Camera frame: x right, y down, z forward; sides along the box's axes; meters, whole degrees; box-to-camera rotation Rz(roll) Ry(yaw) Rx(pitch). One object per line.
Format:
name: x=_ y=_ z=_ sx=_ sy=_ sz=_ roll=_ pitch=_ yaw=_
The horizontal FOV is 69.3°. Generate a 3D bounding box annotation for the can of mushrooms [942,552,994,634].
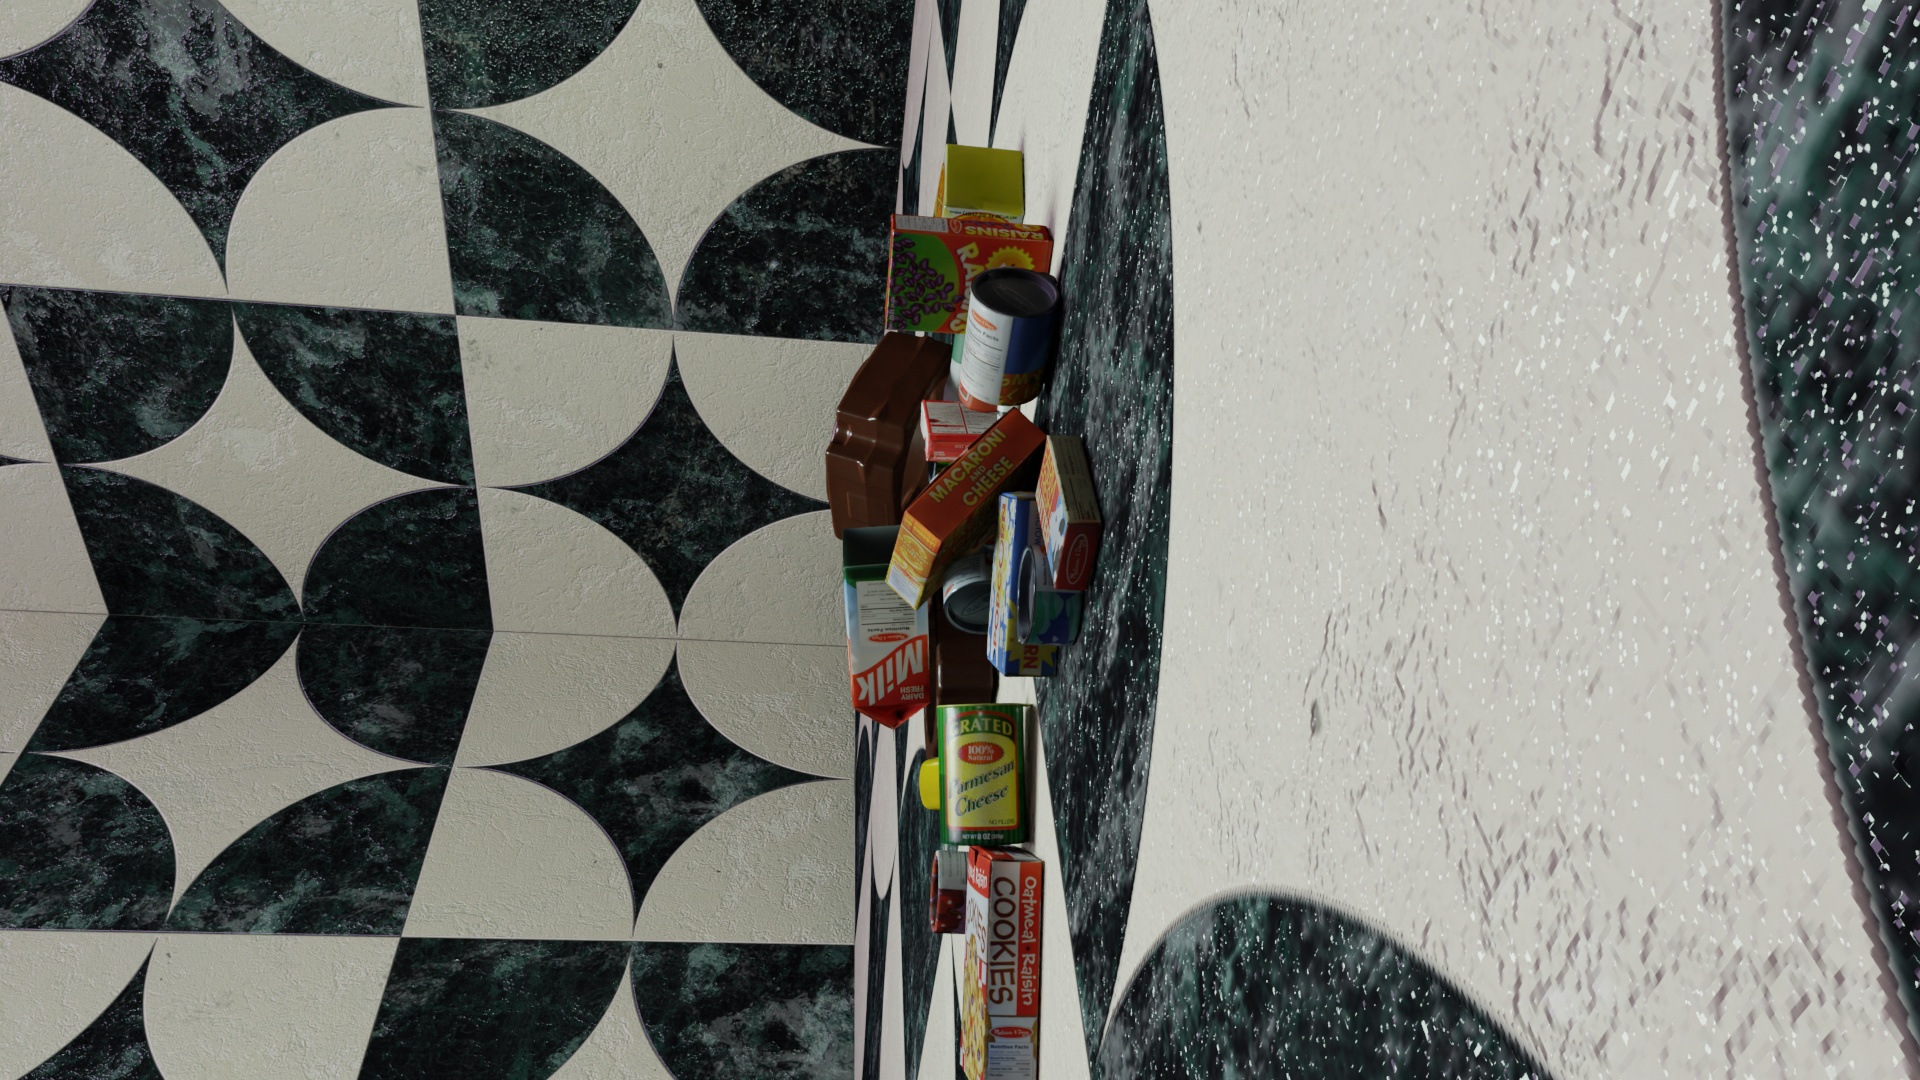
can of mushrooms: x=0.021 y=0.043 z=1.098 sx=0.070 sy=0.071 sz=0.034 roll=100 pitch=170 yaw=-46

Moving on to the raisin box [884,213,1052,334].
raisin box: x=0.004 y=-0.207 z=1.092 sx=0.040 sy=0.123 sz=0.085 roll=-97 pitch=12 yaw=-57

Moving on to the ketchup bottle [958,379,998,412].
ketchup bottle: x=0.028 y=-0.191 z=1.227 sx=0.065 sy=0.043 sz=0.148 roll=-96 pitch=12 yaw=-56

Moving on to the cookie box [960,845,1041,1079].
cookie box: x=0.027 y=0.310 z=1.010 sx=0.122 sy=0.040 sz=0.167 roll=132 pitch=140 yaw=-80

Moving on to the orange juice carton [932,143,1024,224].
orange juice carton: x=0.009 y=-0.280 z=1.311 sx=0.191 sy=0.072 sz=0.073 roll=107 pitch=165 yaw=-63

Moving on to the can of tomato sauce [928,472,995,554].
can of tomato sauce: x=0.004 y=-0.016 z=1.256 sx=0.070 sy=0.071 sz=0.083 roll=103 pitch=169 yaw=-55

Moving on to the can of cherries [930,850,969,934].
can of cherries: x=0.007 y=0.286 z=1.117 sx=0.071 sy=0.058 sz=0.071 roll=-173 pitch=87 yaw=-83

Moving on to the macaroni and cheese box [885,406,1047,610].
macaroni and cheese box: x=0.001 y=-0.022 z=1.096 sx=0.124 sy=0.040 sz=0.165 roll=-45 pitch=-9 yaw=-20

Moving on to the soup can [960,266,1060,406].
soup can: x=0.038 y=-0.154 z=1.045 sx=0.072 sy=0.071 sz=0.083 roll=-94 pitch=9 yaw=-46

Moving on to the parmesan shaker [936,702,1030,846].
parmesan shaker: x=0.019 y=0.174 z=1.040 sx=0.071 sy=0.071 sz=0.103 roll=129 pitch=140 yaw=-79

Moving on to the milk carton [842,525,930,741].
milk carton: x=-0.066 y=0.086 z=1.258 sx=0.072 sy=0.073 sz=0.189 roll=-101 pitch=8 yaw=-61

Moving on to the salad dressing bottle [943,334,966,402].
salad dressing bottle: x=0.005 y=-0.148 z=1.403 sx=0.064 sy=0.044 sz=0.147 roll=-75 pitch=-6 yaw=-62

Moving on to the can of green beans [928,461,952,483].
can of green beans: x=0.001 y=-0.086 z=1.343 sx=0.071 sy=0.058 sz=0.071 roll=-174 pitch=87 yaw=-83

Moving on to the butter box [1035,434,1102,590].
butter box: x=0.068 y=-0.020 z=0.888 sx=0.104 sy=0.024 sz=0.052 roll=-97 pitch=12 yaw=-54

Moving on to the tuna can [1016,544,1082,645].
tuna can: x=0.058 y=0.038 z=0.913 sx=0.071 sy=0.033 sz=0.071 roll=-174 pitch=87 yaw=-83

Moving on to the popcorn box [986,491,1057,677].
popcorn box: x=0.046 y=0.029 z=0.994 sx=0.085 sy=0.038 sz=0.126 roll=-153 pitch=67 yaw=-81

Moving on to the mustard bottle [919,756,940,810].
mustard bottle: x=0.008 y=0.200 z=1.154 sx=0.160 sy=0.065 sz=0.049 roll=138 pitch=129 yaw=-72
